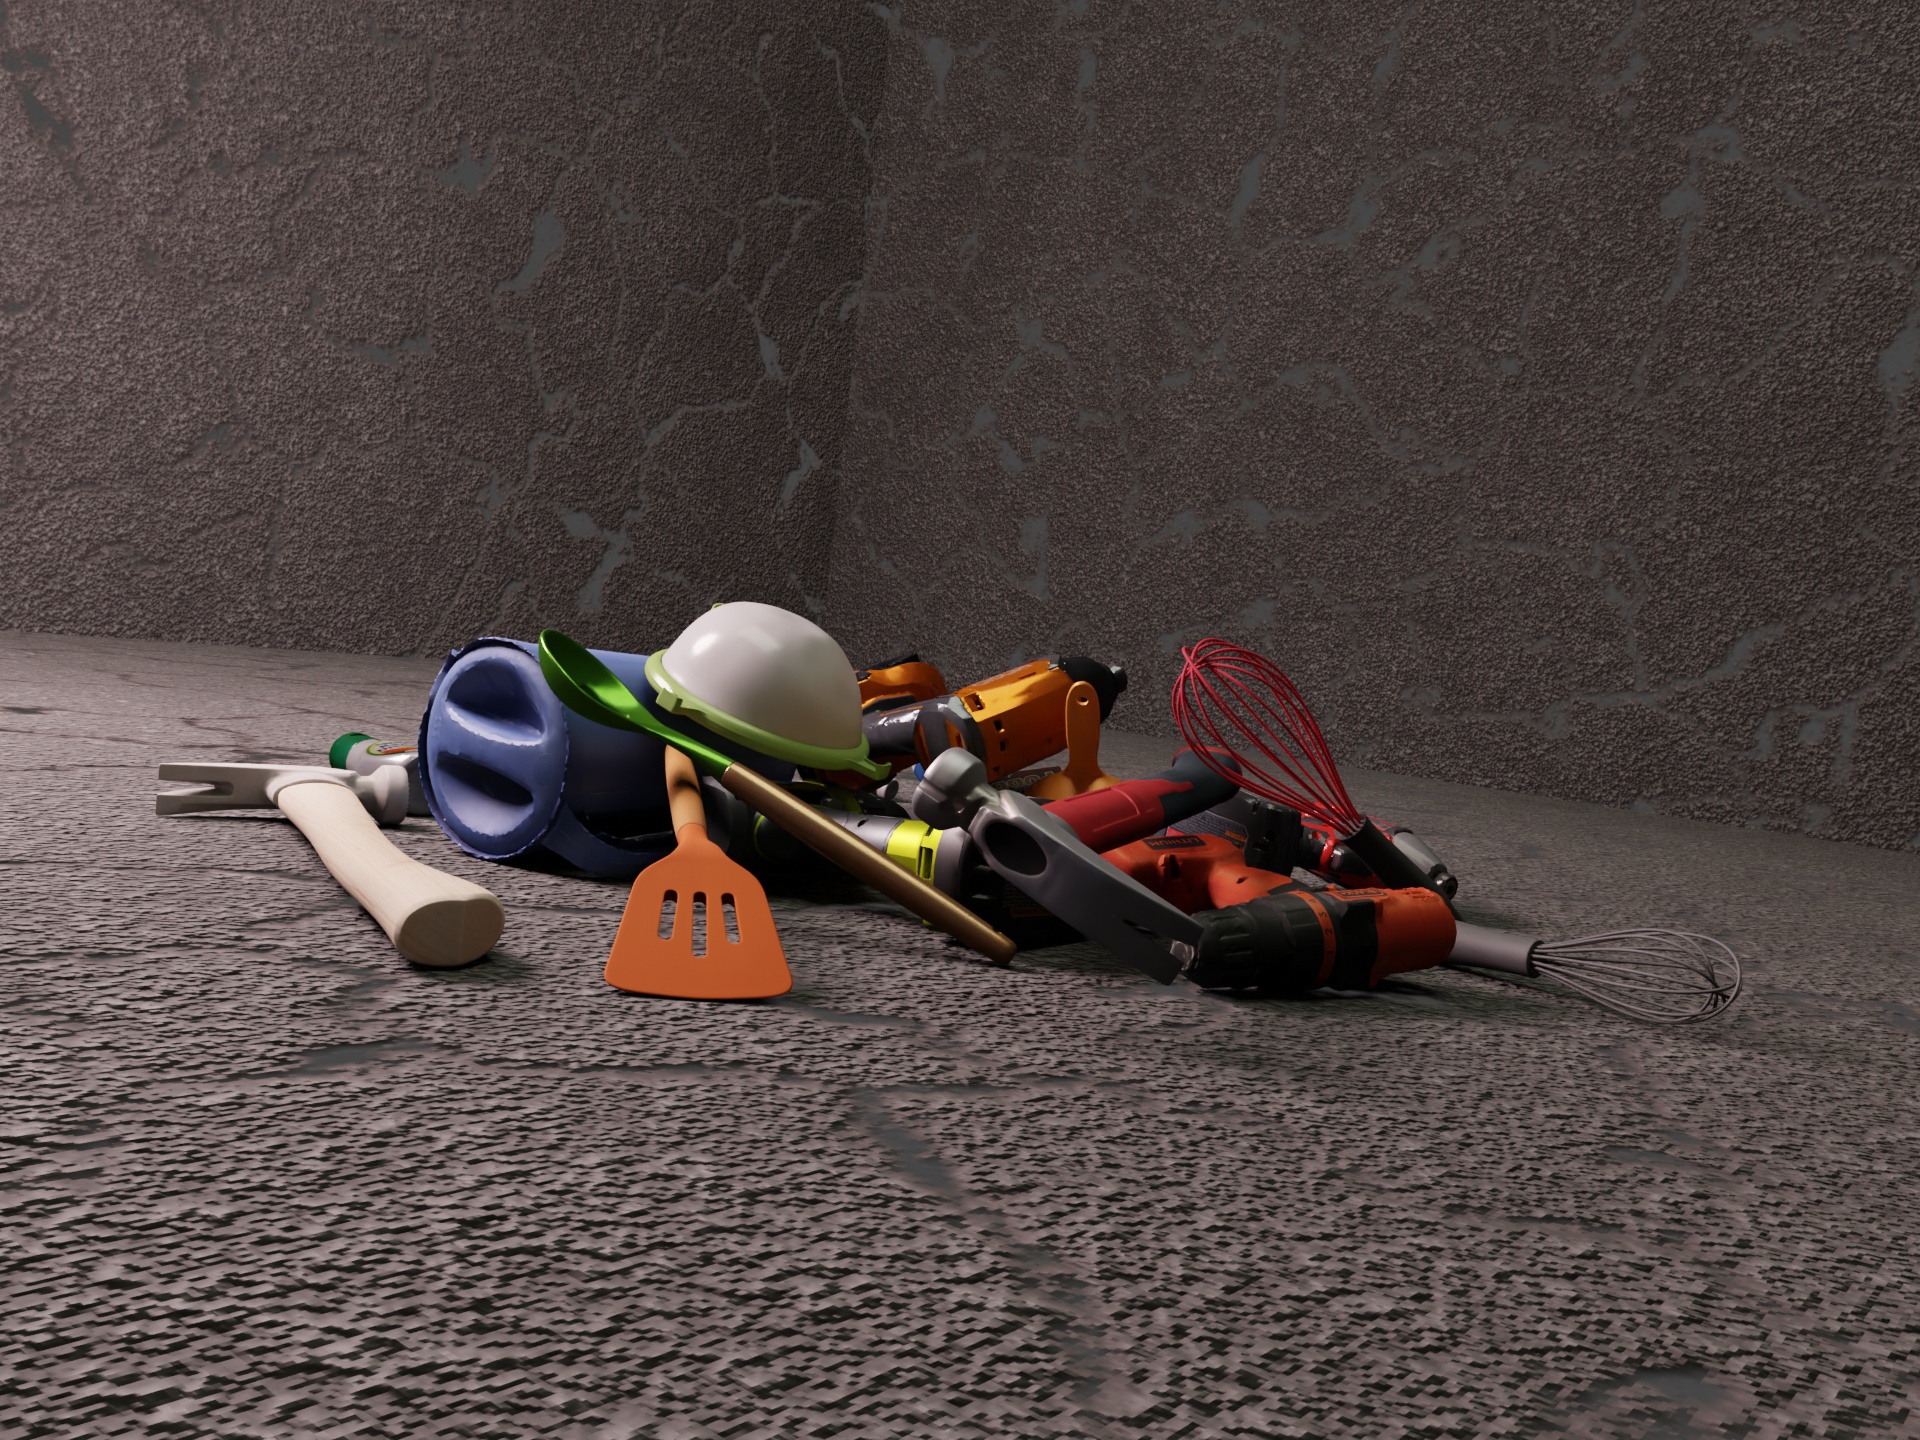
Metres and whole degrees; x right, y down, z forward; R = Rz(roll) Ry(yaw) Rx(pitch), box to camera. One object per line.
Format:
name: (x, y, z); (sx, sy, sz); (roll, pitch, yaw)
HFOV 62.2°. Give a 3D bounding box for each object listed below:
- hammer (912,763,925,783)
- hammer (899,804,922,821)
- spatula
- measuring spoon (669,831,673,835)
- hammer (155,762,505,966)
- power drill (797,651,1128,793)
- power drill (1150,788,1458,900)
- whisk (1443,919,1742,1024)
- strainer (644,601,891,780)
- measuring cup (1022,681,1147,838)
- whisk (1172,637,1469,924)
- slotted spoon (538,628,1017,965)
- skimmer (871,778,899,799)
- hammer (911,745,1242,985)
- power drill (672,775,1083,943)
hammer: (-0.034, 0.035, 1.245); (0.144, 0.035, 0.406); (-1, 19, -22)
hammer: (-0.072, 0.074, 1.255); (0.335, 0.035, 0.146); (8, 4, 14)
spatula: (-0.142, 0.062, 0.824); (0.081, 0.041, 0.323); (5, 12, -13)
measuring spoon: (-0.227, 0.078, 1.059); (0.116, 0.011, 0.021); (4, 4, -42)
hammer: (-0.333, 0.066, 0.844); (0.146, 0.038, 0.411); (3, 5, -30)
power drill: (-0.002, -0.003, 1.095); (0.164, 0.084, 0.226); (-21, 11, -36)
power drill: (0.253, 0.096, 1.155); (0.219, 0.078, 0.143); (9, 9, -40)
whisk: (0.334, 0.135, 0.925); (0.055, 0.055, 0.239); (4, 0, -39)
strainer: (-0.130, -0.052, 1.044); (0.151, 0.069, 0.257); (19, 15, -23)
measuring cup: (0.075, 0.051, 0.987); (0.095, 0.052, 0.173); (3, -42, 8)
whisk: (0.229, 0.054, 0.983); (0.295, 0.073, 0.073); (42, -12, -23)
slotted spoon: (-0.104, 0.042, 0.850); (0.314, 0.031, 0.070); (31, 5, 13)
skimmer: (-0.213, 0.040, 1.623); (0.363, 0.090, 0.127); (21, 8, 34)
hammer: (0.111, 0.056, 0.872); (0.143, 0.038, 0.386); (34, 15, 18)
power drill: (-0.032, 0.076, 0.959); (0.229, 0.080, 0.190); (6, -1, 37)
